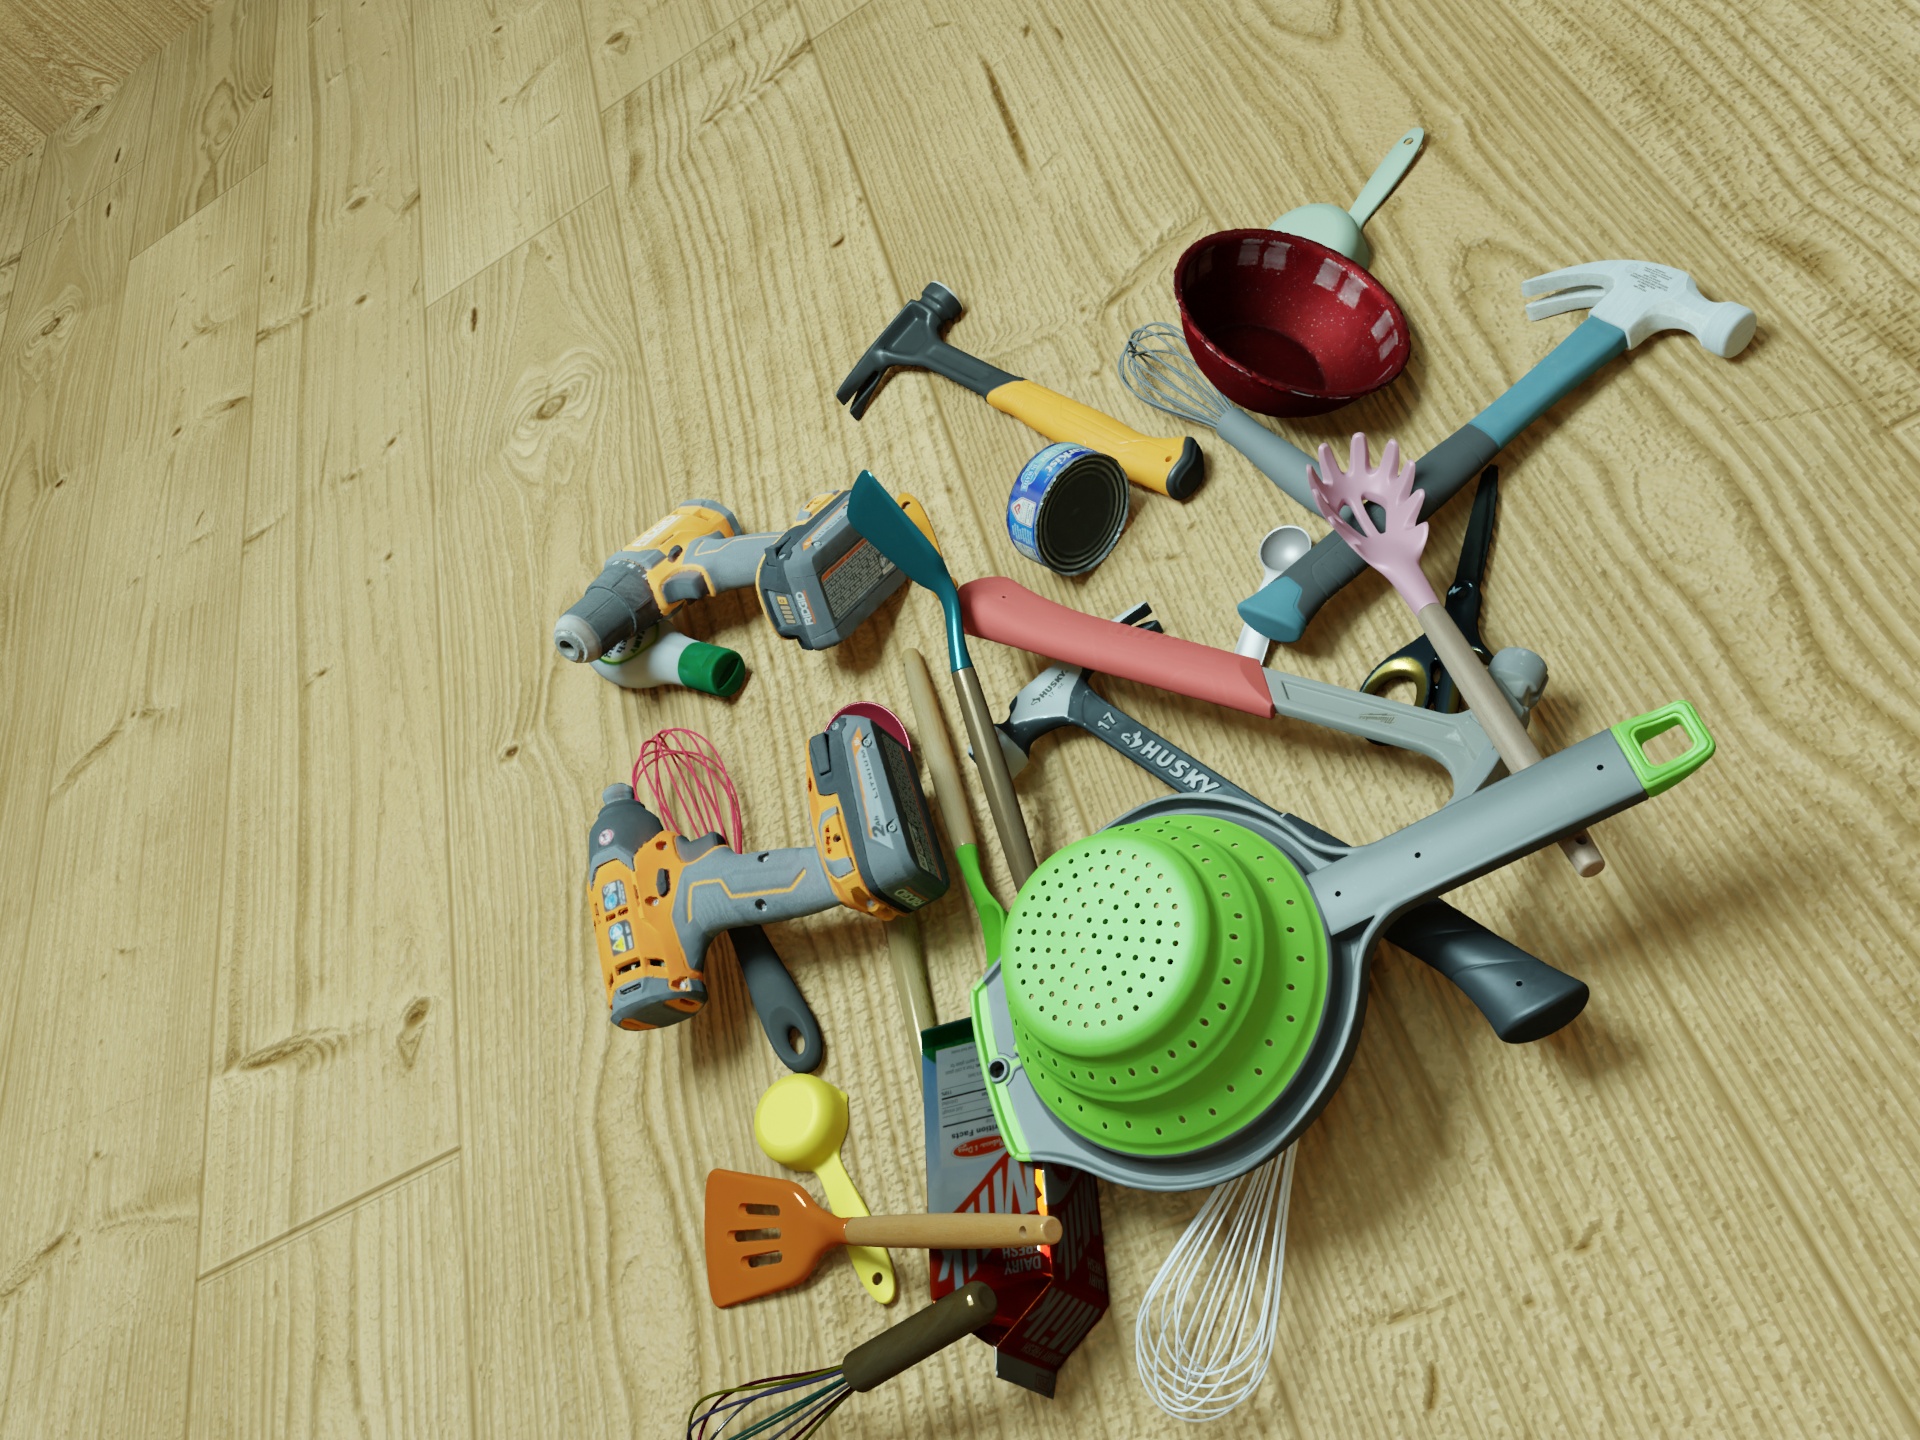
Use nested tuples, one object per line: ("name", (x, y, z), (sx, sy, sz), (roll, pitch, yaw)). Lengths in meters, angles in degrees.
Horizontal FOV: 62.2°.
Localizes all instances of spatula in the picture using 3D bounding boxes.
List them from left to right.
("spatula", (-0.052, 0.274, 0.849), (0.322, 0.041, 0.081), (-26, 64, 53))
("spatula", (-0.002, -0.003, 0.982), (0.044, 0.082, 0.318), (-14, 78, -16))

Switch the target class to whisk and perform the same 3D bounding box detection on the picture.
("whisk", (-0.158, 0.114, 1.075), (0.073, 0.073, 0.296), (-37, 56, 7))
("whisk", (-0.070, 0.346, 0.833), (0.245, 0.051, 0.047), (-40, 53, 30))
("whisk", (0.184, -0.200, 1.067), (0.055, 0.055, 0.239), (-42, 54, 2))
("whisk", (0.160, 0.216, 0.817), (0.070, 0.070, 0.285), (10, 63, 35))

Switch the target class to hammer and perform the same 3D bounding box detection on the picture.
("hammer", (0.045, -0.230, 1.174), (0.127, 0.034, 0.337), (-50, 49, -6))
("hammer", (0.139, -0.021, 0.921), (0.359, 0.036, 0.149), (18, 54, 34))
("hammer", (0.171, 0.054, 0.893), (0.149, 0.036, 0.409), (-46, 44, -8))
("hammer", (0.305, -0.161, 0.959), (0.331, 0.033, 0.128), (-40, 47, -1))

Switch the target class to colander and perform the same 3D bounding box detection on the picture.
("colander", (0.154, 0.081, 0.756), (0.397, 0.094, 0.205), (-30, 53, 19))

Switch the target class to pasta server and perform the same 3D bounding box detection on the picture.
("pasta server", (0.260, -0.045, 0.844), (0.060, 0.040, 0.317), (-17, 46, 0))

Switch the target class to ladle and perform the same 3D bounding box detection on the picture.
("ladle", (-0.040, 0.122, 1.015), (0.069, 0.031, 0.316), (-24, 54, 14))

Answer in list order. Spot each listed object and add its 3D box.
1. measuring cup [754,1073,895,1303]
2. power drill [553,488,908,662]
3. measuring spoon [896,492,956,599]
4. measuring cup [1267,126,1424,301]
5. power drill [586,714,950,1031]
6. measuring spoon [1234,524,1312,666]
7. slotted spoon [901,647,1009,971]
("measuring cup", (-0.078, 0.274, 0.940), (0.062, 0.029, 0.157), (-39, 48, 5))
("power drill", (-0.173, -0.100, 1.162), (0.226, 0.084, 0.185), (4, 36, 34))
("measuring spoon", (-0.028, -0.132, 1.173), (0.021, 0.011, 0.117), (-32, 50, 11))
("measuring cup", (0.270, -0.361, 1.114), (0.083, 0.038, 0.167), (33, 84, 40))
("power drill", (-0.135, 0.082, 1.007), (0.226, 0.084, 0.164), (-24, 64, 13))
("measuring spoon", (0.192, -0.064, 0.999), (0.034, 0.018, 0.124), (13, 76, 34))
("slotted spoon", (-0.001, 0.062, 1.018), (0.031, 0.070, 0.314), (-5, 46, -13))
